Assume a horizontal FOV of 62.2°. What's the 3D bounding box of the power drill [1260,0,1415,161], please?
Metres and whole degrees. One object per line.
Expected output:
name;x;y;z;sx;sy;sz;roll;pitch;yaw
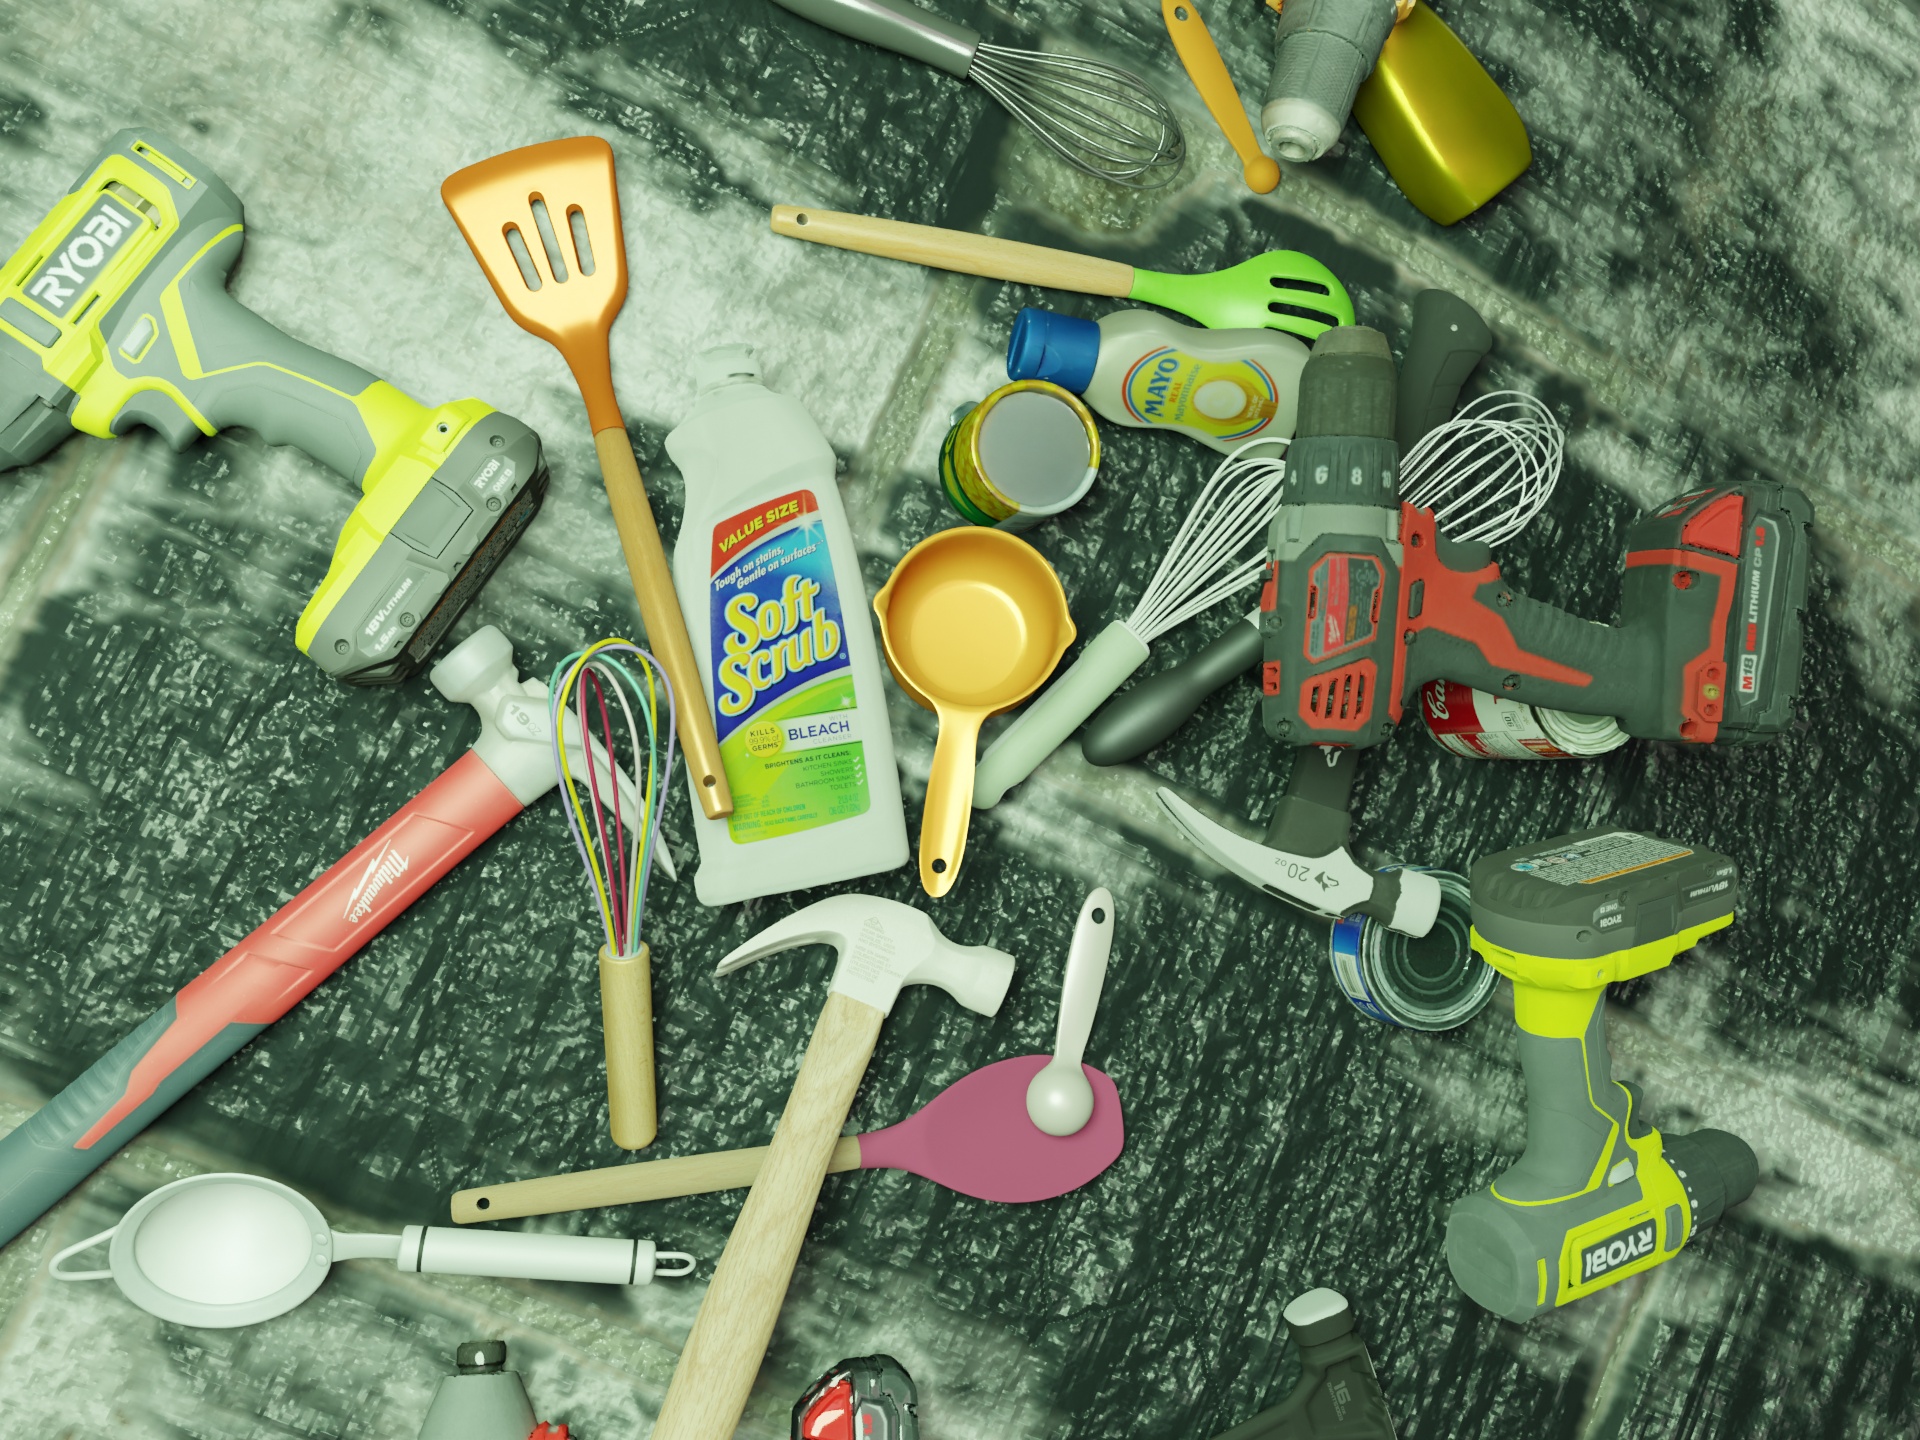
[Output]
power drill;0.115;-0.387;0.775;0.226;0.084;0.185;19;83;-3

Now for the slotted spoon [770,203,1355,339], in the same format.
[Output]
slotted spoon;0.060;-0.223;0.800;0.313;0.031;0.070;7;91;-13

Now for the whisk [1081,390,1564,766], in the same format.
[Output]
whisk;0.177;-0.063;0.772;0.284;0.070;0.070;-36;97;-3

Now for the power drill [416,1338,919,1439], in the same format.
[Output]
power drill;-0.129;0.341;0.697;0.219;0.078;0.143;-1;70;-10

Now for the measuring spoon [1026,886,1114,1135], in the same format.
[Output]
measuring spoon;0.060;0.142;0.782;0.034;0.018;0.124;16;77;-14

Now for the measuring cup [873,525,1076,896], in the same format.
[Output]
measuring cup;-0.001;-0.002;0.753;0.095;0.052;0.174;9;82;-3

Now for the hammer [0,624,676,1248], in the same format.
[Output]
hammer;-0.306;0.135;0.684;0.386;0.038;0.143;-42;100;-12

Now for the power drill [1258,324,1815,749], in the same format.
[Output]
power drill;0.249;-0.076;0.713;0.226;0.080;0.188;3;93;1

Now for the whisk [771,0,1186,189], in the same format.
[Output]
whisk;0.003;-0.324;0.781;0.239;0.055;0.055;20;83;-9

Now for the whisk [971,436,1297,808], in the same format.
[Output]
whisk;0.089;-0.047;0.786;0.246;0.058;0.059;-44;90;-5

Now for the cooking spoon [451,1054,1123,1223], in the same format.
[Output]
cooking spoon;-0.074;0.207;0.751;0.318;0.017;0.069;-4;80;-15

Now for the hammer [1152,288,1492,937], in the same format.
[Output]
hammer;0.207;-0.068;0.817;0.146;0.035;0.335;17;79;2

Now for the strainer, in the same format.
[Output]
strainer;-0.244;0.227;0.685;0.258;0.050;0.086;8;116;-11

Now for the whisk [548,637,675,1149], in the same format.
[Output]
whisk;-0.150;0.081;0.686;0.051;0.047;0.244;4;112;6

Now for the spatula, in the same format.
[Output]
spatula;-0.152;-0.109;0.708;0.081;0.041;0.323;-17;75;-6

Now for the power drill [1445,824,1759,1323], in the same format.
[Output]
power drill;0.337;0.176;0.813;0.190;0.080;0.228;-10;103;-26

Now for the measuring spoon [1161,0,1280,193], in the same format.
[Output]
measuring spoon;0.136;-0.330;0.830;0.021;0.011;0.117;-30;95;-14

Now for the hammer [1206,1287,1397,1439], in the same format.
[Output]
hammer;0.061;0.402;0.771;0.337;0.034;0.127;-19;92;-14

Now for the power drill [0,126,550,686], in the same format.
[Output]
power drill;-0.307;-0.119;0.677;0.223;0.080;0.171;35;80;-7

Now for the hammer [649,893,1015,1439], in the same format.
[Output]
hammer;-0.088;0.228;0.692;0.130;0.031;0.331;23;64;-3
